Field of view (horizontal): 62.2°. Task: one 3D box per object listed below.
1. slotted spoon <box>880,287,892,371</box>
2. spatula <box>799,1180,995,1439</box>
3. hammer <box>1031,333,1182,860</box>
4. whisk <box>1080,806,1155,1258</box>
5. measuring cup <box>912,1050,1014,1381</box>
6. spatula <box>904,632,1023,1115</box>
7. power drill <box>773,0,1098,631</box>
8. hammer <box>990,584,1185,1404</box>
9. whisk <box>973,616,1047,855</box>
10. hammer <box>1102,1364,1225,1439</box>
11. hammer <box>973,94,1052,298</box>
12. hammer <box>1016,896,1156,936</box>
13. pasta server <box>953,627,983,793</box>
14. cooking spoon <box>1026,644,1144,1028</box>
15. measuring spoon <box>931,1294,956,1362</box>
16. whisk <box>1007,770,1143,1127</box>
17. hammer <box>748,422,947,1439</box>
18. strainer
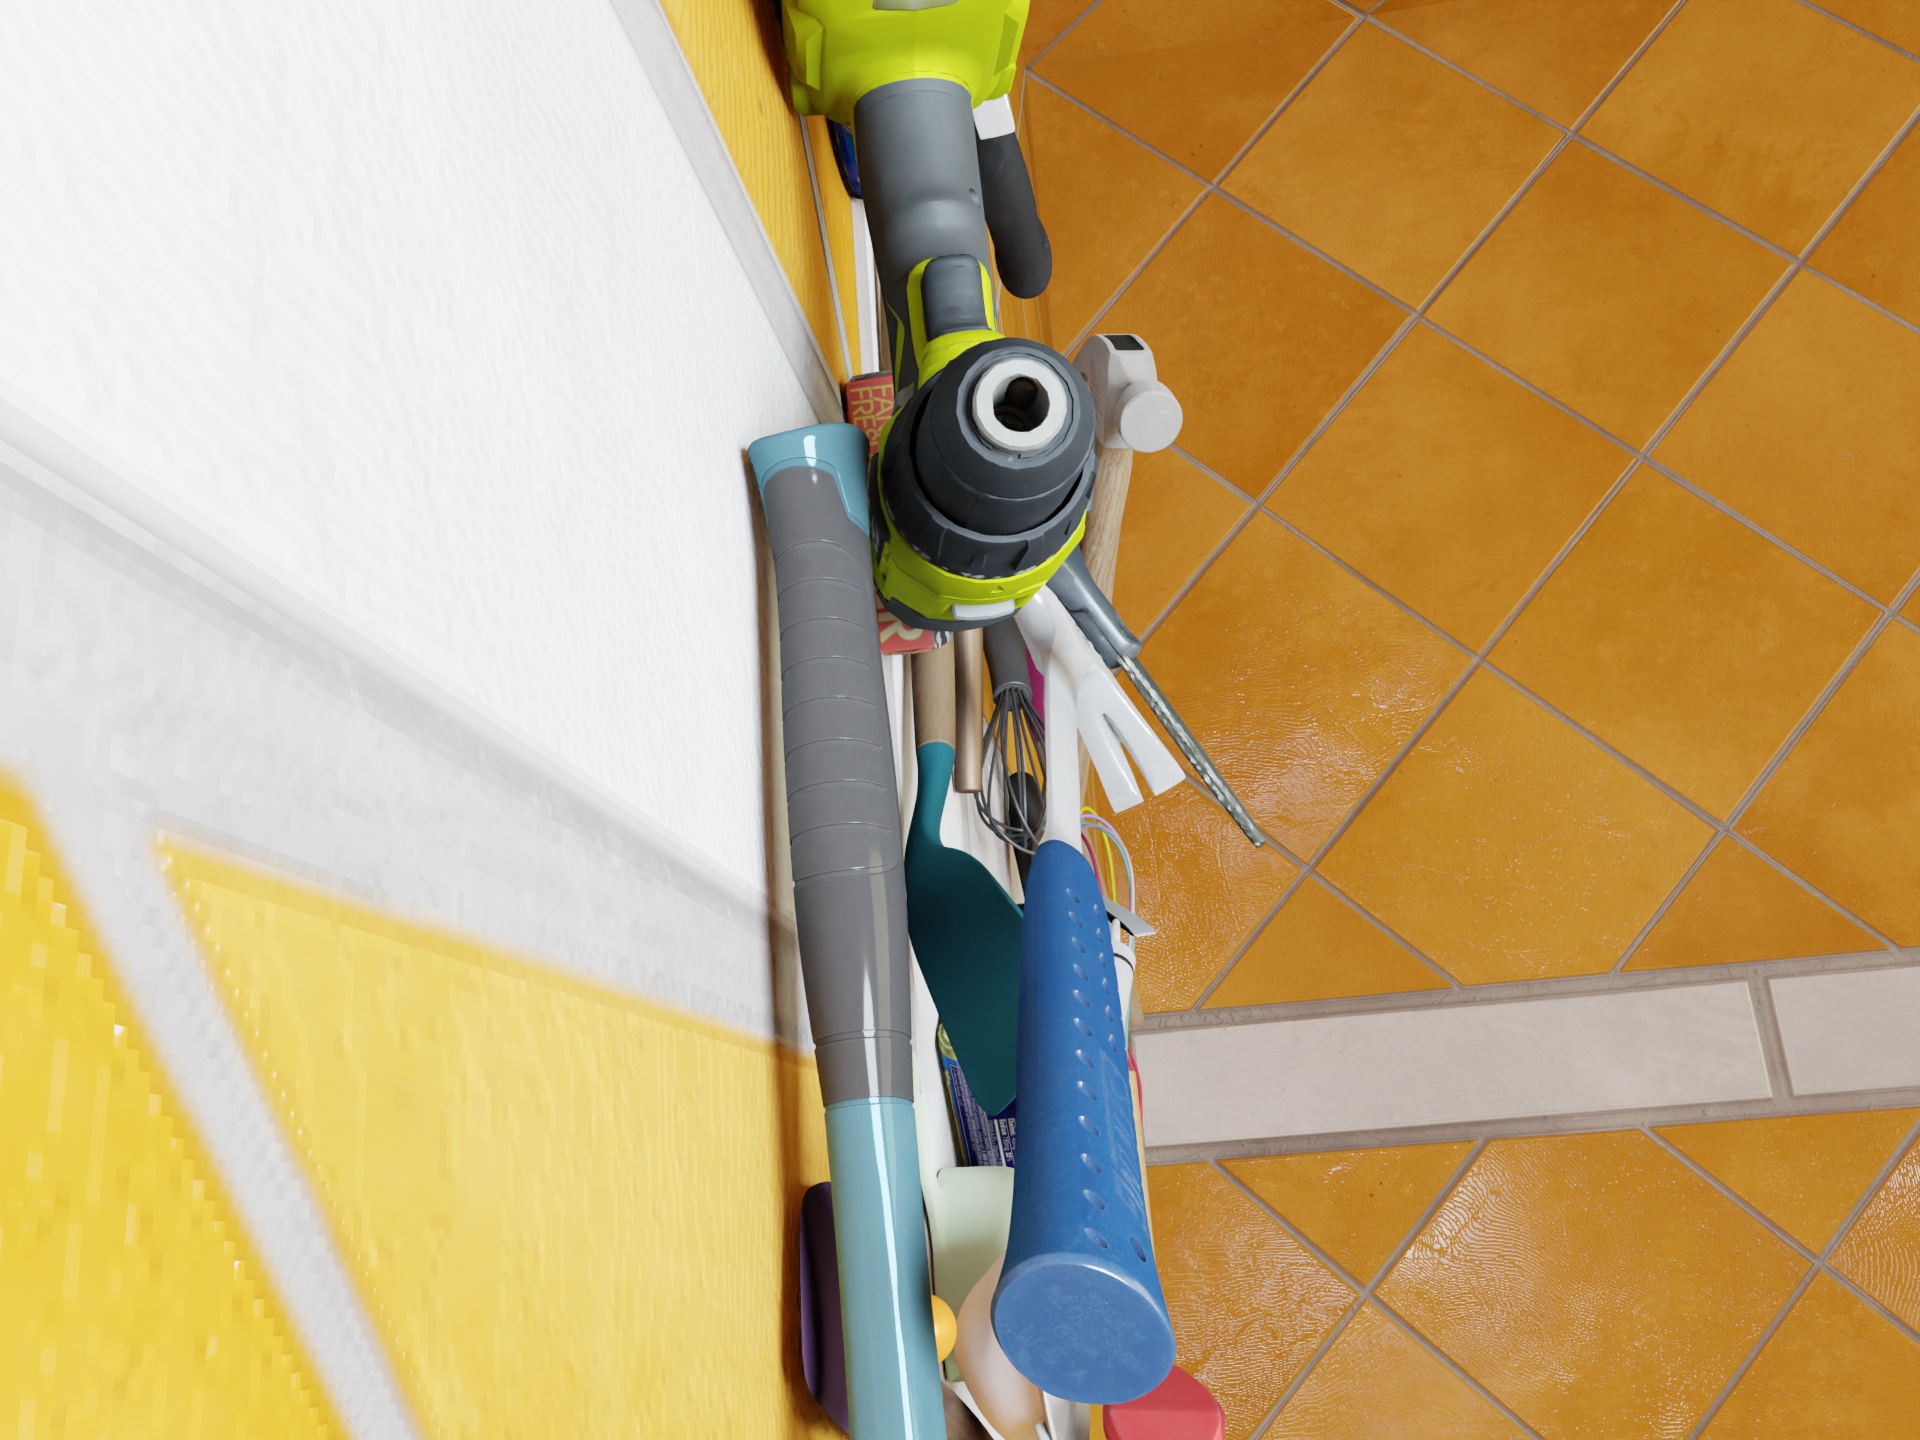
[{"bbox_3d":[-0.026,-0.208,0.701,0.070,0.031,0.314,66,20,-70],"label":"slotted spoon"},{"bbox_3d":[-0.008,0.209,0.486,0.315,0.018,0.060,73,10,-54],"label":"spatula"},{"bbox_3d":[0.068,-0.051,0.875,0.130,0.031,0.331,-104,-164,-55],"label":"hammer"},{"bbox_3d":[0.077,0.164,0.840,0.047,0.051,0.245,92,-6,-72],"label":"whisk"},{"bbox_3d":[0.008,0.171,0.564,0.083,0.038,0.167,-88,172,-50],"label":"measuring cup"},{"bbox_3d":[-0.001,-0.002,0.638,0.318,0.044,0.082,-93,-158,-43],"label":"spatula"},{"bbox_3d":[-0.005,-0.146,0.470,0.190,0.080,0.228,137,-54,-83],"label":"power drill"},{"bbox_3d":[0.037,0.047,0.510,0.144,0.035,0.406,56,15,-19],"label":"hammer"},{"bbox_3d":[0.026,-0.015,0.903,0.239,0.055,0.055,-96,175,-48],"label":"whisk"},{"bbox_3d":[0.059,0.368,0.579,0.143,0.038,0.386,-86,177,-51],"label":"hammer"},{"bbox_3d":[0.012,-0.265,0.717,0.334,0.035,0.146,39,42,-79],"label":"hammer"},{"bbox_3d":[0.078,0.280,0.748,0.149,0.036,0.409,138,-54,-69],"label":"hammer"},{"bbox_3d":[-0.007,-0.121,0.796,0.060,0.040,0.316,49,39,-78],"label":"pasta server"},{"bbox_3d":[0.060,0.037,0.996,0.068,0.017,0.319,108,-33,-68],"label":"cooking spoon"},{"bbox_3d":[-0.014,0.132,0.473,0.021,0.011,0.117,72,5,-47],"label":"measuring spoon"},{"bbox_3d":[0.056,0.143,0.946,0.073,0.073,0.296,76,3,-47],"label":"whisk"},{"bbox_3d":[-0.022,0.075,0.369,0.128,0.033,0.331,50,31,-66],"label":"hammer"},{"bbox_3d":[0.037,0.158,0.552,0.259,0.050,0.086,-70,151,-53],"label":"strainer"}]
